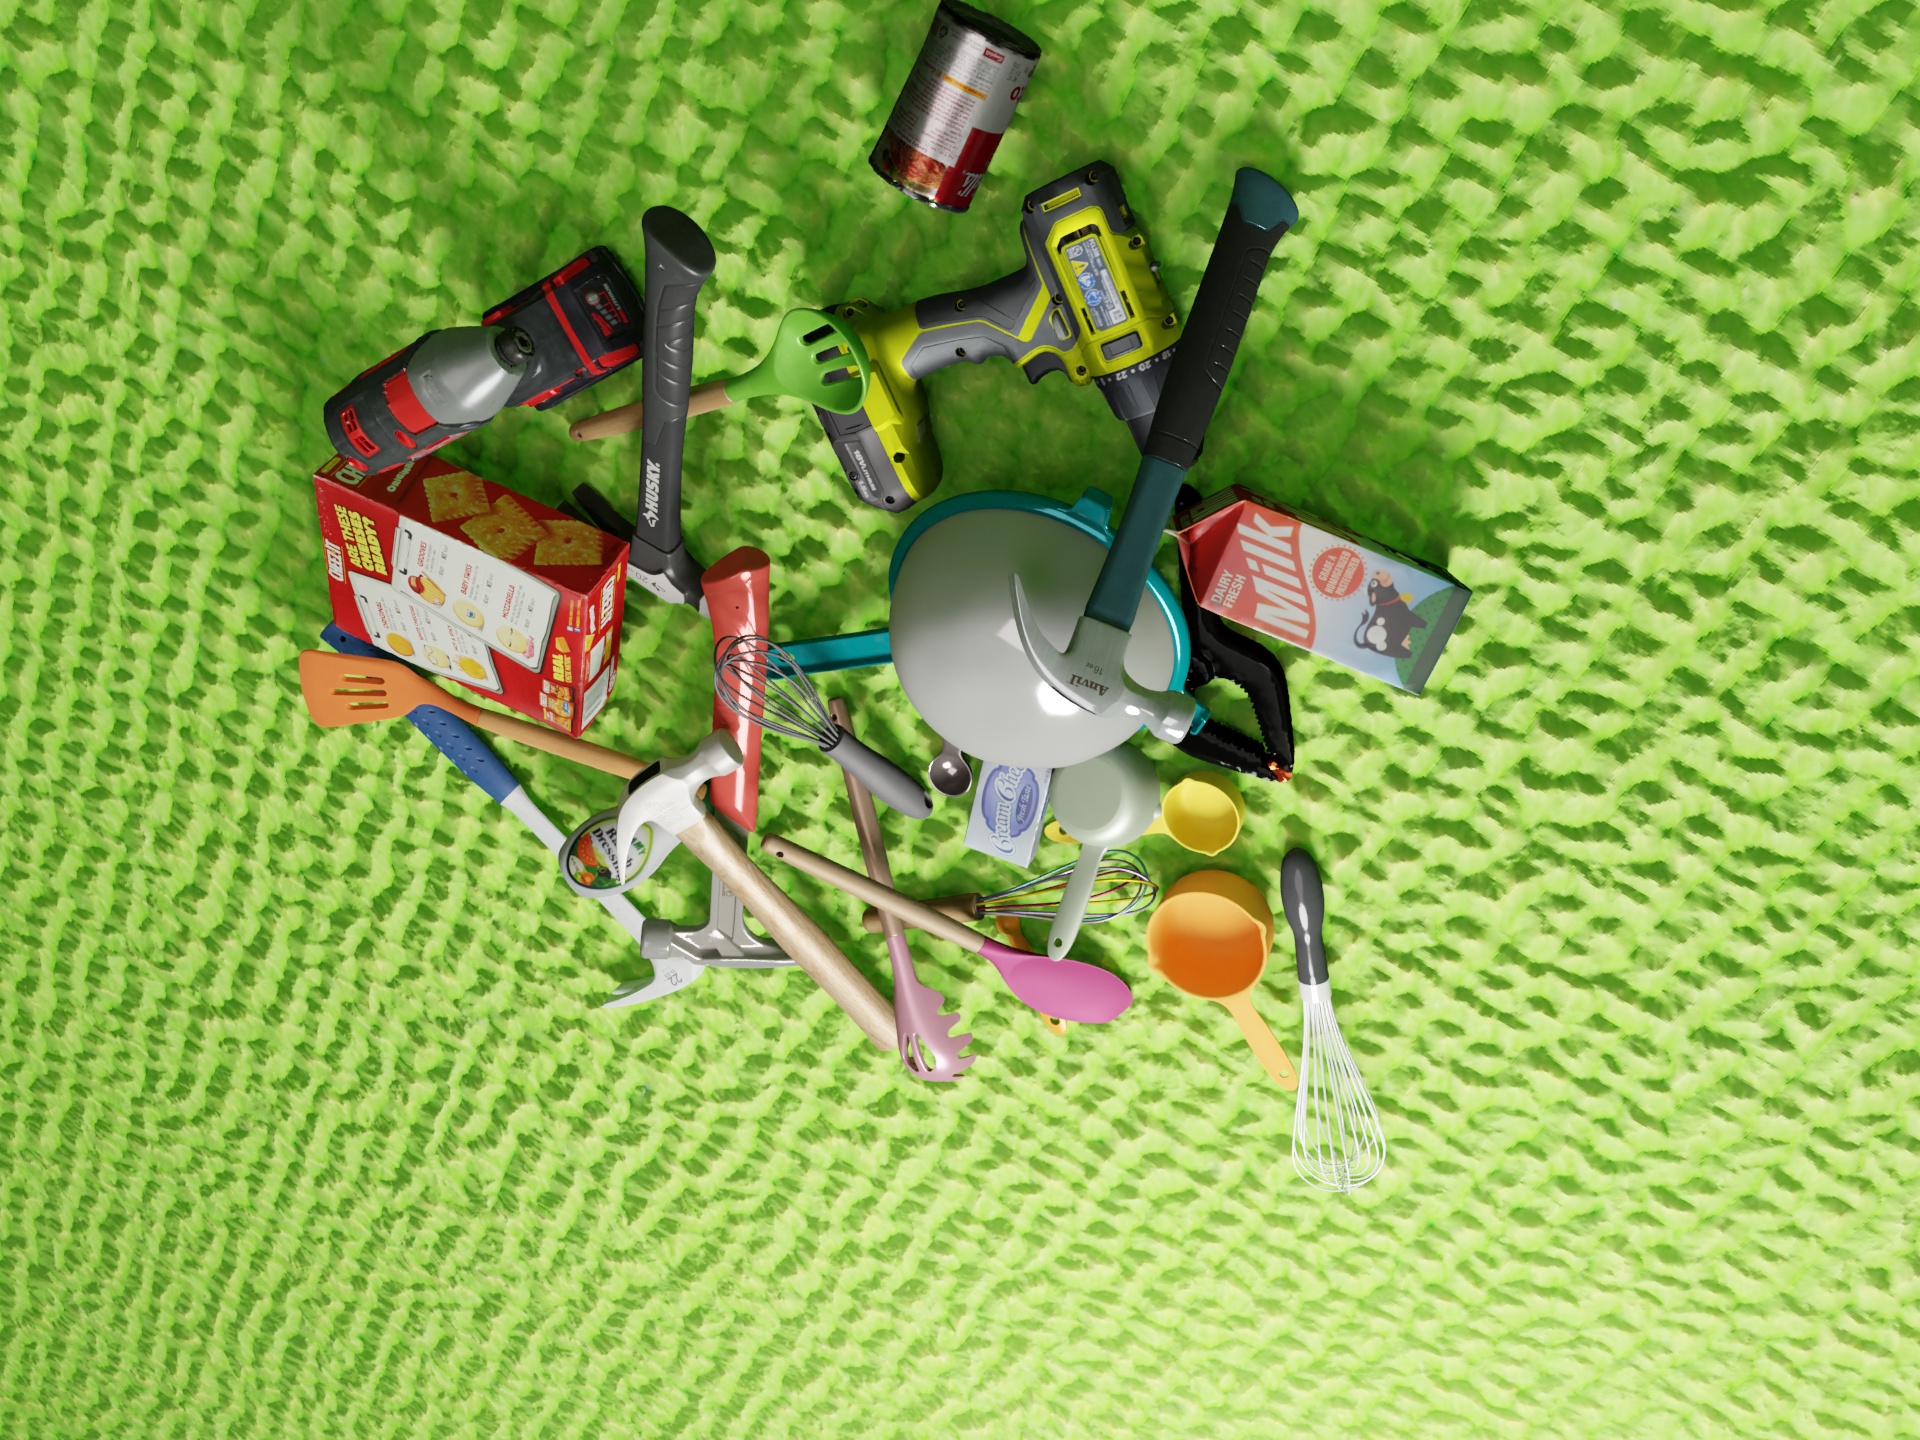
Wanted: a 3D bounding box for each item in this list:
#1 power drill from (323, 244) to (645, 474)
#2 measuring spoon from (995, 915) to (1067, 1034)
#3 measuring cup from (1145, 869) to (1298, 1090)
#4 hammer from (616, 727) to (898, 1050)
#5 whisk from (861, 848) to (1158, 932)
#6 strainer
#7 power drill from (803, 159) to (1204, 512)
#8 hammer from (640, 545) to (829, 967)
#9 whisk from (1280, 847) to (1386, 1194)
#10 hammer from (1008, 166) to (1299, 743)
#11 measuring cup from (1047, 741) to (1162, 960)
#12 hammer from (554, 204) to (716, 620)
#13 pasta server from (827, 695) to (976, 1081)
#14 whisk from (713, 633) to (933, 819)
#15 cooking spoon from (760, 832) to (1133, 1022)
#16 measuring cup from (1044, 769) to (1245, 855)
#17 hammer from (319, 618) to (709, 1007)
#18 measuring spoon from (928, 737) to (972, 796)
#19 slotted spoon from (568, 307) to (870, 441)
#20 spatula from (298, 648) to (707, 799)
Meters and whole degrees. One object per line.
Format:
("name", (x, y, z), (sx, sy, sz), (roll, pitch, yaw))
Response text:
("power drill", (-0.289, -0.230, 1.012), (0.143, 0.220, 0.078), (-21, 108, 26))
("measuring spoon", (0.056, 0.199, 1.237), (0.021, 0.011, 0.116), (-18, 109, 24))
("measuring cup", (0.204, 0.186, 1.155), (0.095, 0.052, 0.173), (-26, 102, 29))
("hammer", (-0.139, 0.149, 1.202), (0.130, 0.031, 0.331), (-30, 124, 11))
("whisk", (0.032, 0.135, 1.196), (0.245, 0.047, 0.051), (-10, 93, 26))
("strainer", (-0.019, -0.032, 1.060), (0.340, 0.095, 0.210), (-6, 129, 33))
("power drill", (0.030, -0.218, 1.003), (0.228, 0.080, 0.190), (-18, 109, 22))
("hammer", (-0.156, 0.040, 1.165), (0.149, 0.037, 0.358), (2, 123, -10))
("whisk", (0.262, 0.223, 1.161), (0.070, 0.070, 0.284), (-5, 109, 20))
("hammer", (0.125, -0.162, 0.930), (0.128, 0.033, 0.331), (20, 88, -4))
("measuring cup", (0.085, 0.093, 1.122), (0.083, 0.038, 0.167), (22, 99, 31))
("hammer", (-0.196, -0.194, 1.028), (0.146, 0.035, 0.334), (31, 147, 7))
("pasta server", (-0.053, 0.133, 1.205), (0.060, 0.040, 0.316), (-9, 100, 30))
("whisk", (-0.091, 0.011, 1.119), (0.055, 0.055, 0.238), (-22, 139, 26))
("cooking spoon", (-0.007, 0.155, 1.181), (0.318, 0.017, 0.068), (28, 127, -20))
("measuring cup", (0.132, 0.068, 1.147), (0.156, 0.029, 0.062), (-9, 110, 34))
("hammer", (-0.362, 0.071, 1.292), (0.144, 0.035, 0.405), (-38, 100, 29))
("measuring spoon", (-0.002, -0.004, 1.157), (0.034, 0.018, 0.124), (11, 111, 16))
("slotted spoon", (-0.164, -0.212, 1.032), (0.314, 0.031, 0.070), (-3, 123, 44))
("spatula", (-0.348, 0.011, 1.214), (0.322, 0.041, 0.081), (18, 134, 8))
